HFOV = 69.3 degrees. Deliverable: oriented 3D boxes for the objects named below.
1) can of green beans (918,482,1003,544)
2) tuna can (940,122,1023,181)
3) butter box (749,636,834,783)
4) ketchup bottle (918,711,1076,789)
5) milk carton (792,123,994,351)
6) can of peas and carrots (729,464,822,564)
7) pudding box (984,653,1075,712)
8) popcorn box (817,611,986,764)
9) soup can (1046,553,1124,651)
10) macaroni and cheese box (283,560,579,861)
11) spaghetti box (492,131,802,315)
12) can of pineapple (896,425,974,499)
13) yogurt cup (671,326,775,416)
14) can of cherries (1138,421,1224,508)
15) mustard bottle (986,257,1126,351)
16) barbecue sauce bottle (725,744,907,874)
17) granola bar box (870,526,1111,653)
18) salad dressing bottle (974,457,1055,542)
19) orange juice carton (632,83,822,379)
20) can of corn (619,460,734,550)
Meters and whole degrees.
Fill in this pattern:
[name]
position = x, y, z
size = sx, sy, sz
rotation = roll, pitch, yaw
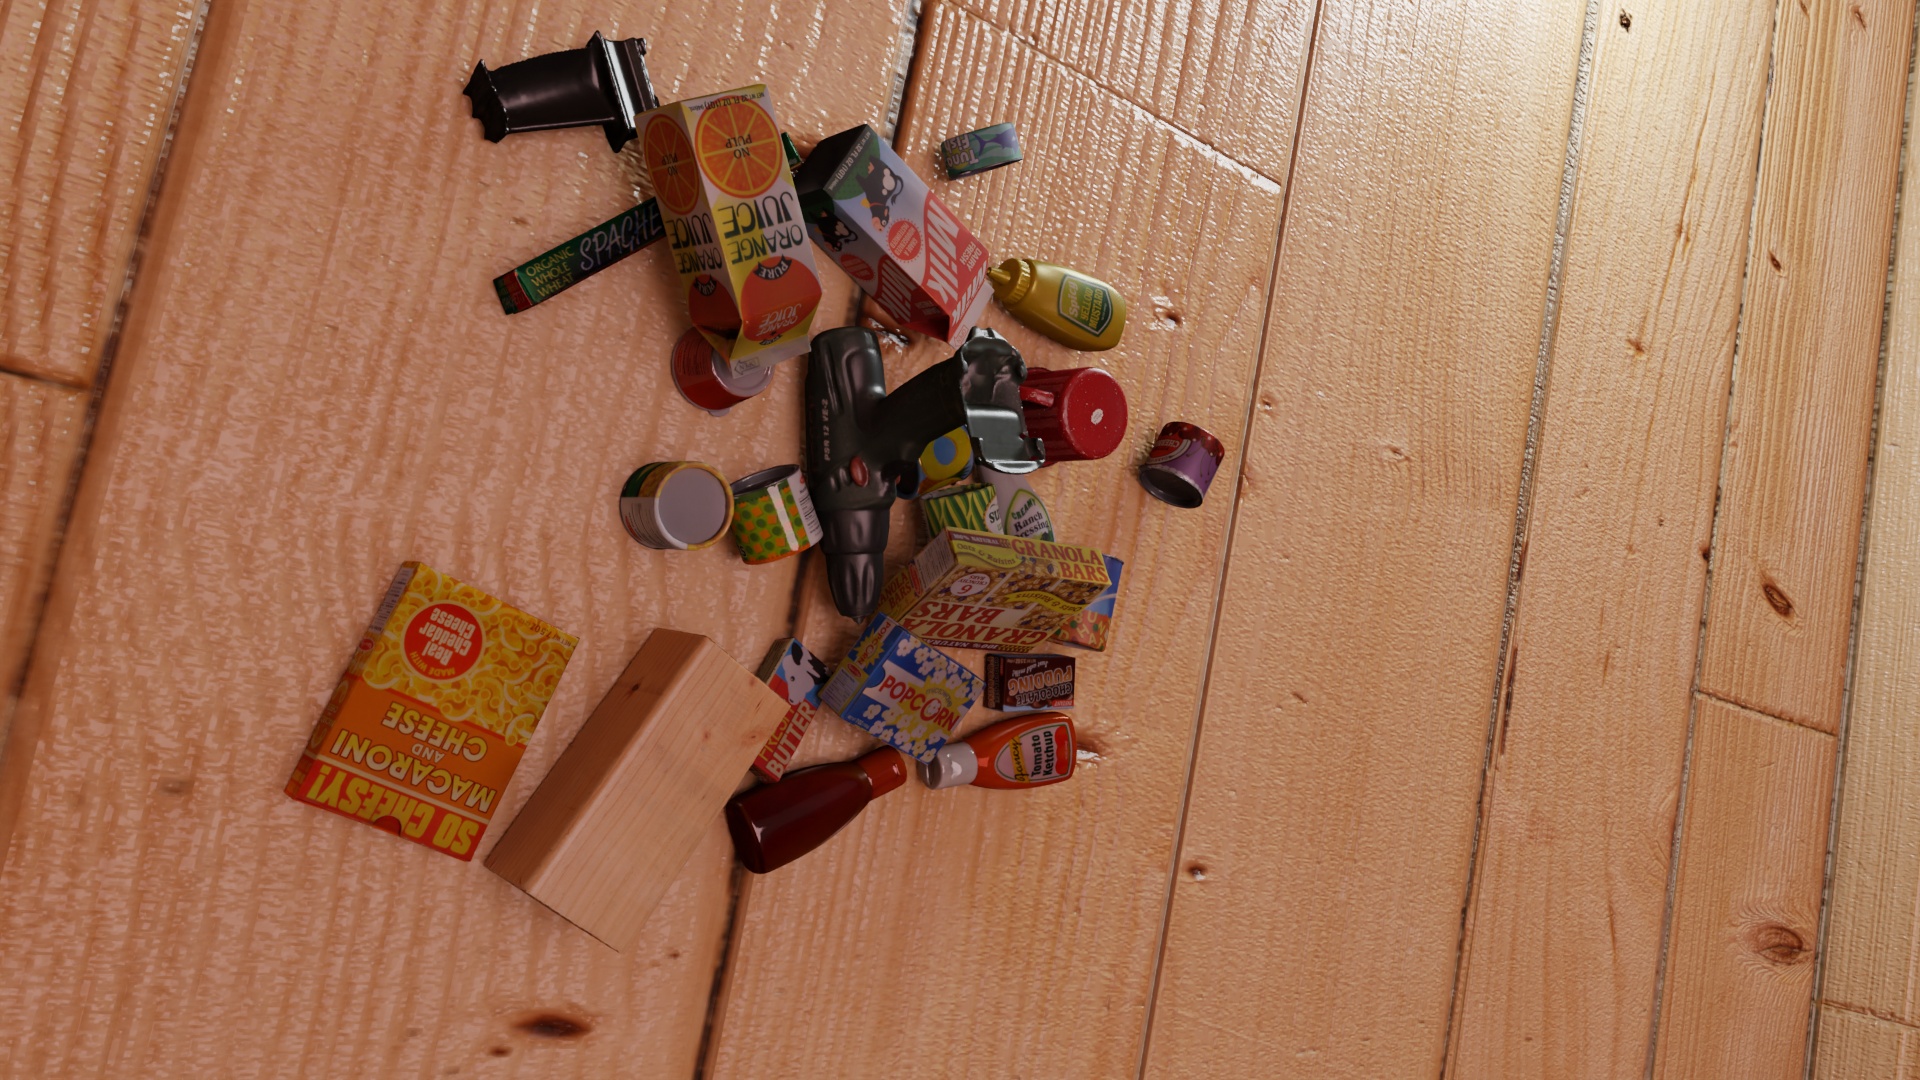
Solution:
[can of green beans]
position = 0.002, -0.014, 1.174
size = 0.071, 0.071, 0.057
rotation = -17, 101, -36
[tuna can]
position = 0.016, -0.331, 1.182
size = 0.071, 0.071, 0.032
rotation = -24, 104, -34
[butter box]
position = -0.142, 0.132, 1.083
size = 0.053, 0.024, 0.104
rotation = 45, 54, -28
[ketchup bottle]
position = 0.033, 0.189, 1.215
size = 0.149, 0.043, 0.064
rotation = -3, 94, -36
[milk carton]
position = -0.048, -0.240, 1.130
size = 0.190, 0.073, 0.072
rotation = 41, 67, -30
[can of peas and carrots]
position = -0.147, -0.019, 1.064
size = 0.071, 0.071, 0.058
rotation = -28, 108, -33
[pudding box]
position = 0.062, 0.127, 1.244
size = 0.084, 0.030, 0.049
rotation = 4, 89, -37
[popcorn box]
position = -0.045, 0.121, 1.126
size = 0.085, 0.038, 0.126
rotation = -53, 138, -1
[soup can]
position = 0.105, 0.052, 1.252
size = 0.071, 0.071, 0.084
rotation = 19, 80, -36
[macaroni and cheese box]
position = -0.350, 0.114, 0.928
size = 0.123, 0.040, 0.167
rotation = 32, 72, -32
[spaghetti box]
position = -0.224, -0.234, 1.013
size = 0.251, 0.050, 0.028
rotation = -38, 111, -30
[can of pineapple]
position = -0.030, -0.071, 1.150
size = 0.058, 0.071, 0.071
rotation = -22, 104, -34
[yogurt cup]
position = -0.176, -0.133, 1.047
size = 0.072, 0.054, 0.072
rotation = 0, 90, -37
[can of cherries]
position = 0.211, -0.074, 1.331
size = 0.071, 0.071, 0.058
rotation = 41, 67, -30
[mustard bottle]
position = 0.078, -0.216, 1.240
size = 0.160, 0.049, 0.065
rotation = 15, 80, -36
[barbecue sauce bottle]
position = -0.111, 0.207, 1.107
size = 0.149, 0.043, 0.065
rotation = -21, 96, -36
[granola bar box]
position = 0.024, 0.046, 1.158
size = 0.166, 0.123, 0.039
rotation = 8, 53, -37
[salad dressing bottle]
position = 0.041, -0.038, 1.218
size = 0.064, 0.044, 0.147
rotation = -27, 106, -32
[orange juice carton]
position = -0.159, -0.217, 0.985
size = 0.072, 0.073, 0.192
rotation = -26, 110, -35
[can of corn]
position = -0.207, -0.027, 1.023
size = 0.071, 0.058, 0.071
rotation = -1, 92, -37
